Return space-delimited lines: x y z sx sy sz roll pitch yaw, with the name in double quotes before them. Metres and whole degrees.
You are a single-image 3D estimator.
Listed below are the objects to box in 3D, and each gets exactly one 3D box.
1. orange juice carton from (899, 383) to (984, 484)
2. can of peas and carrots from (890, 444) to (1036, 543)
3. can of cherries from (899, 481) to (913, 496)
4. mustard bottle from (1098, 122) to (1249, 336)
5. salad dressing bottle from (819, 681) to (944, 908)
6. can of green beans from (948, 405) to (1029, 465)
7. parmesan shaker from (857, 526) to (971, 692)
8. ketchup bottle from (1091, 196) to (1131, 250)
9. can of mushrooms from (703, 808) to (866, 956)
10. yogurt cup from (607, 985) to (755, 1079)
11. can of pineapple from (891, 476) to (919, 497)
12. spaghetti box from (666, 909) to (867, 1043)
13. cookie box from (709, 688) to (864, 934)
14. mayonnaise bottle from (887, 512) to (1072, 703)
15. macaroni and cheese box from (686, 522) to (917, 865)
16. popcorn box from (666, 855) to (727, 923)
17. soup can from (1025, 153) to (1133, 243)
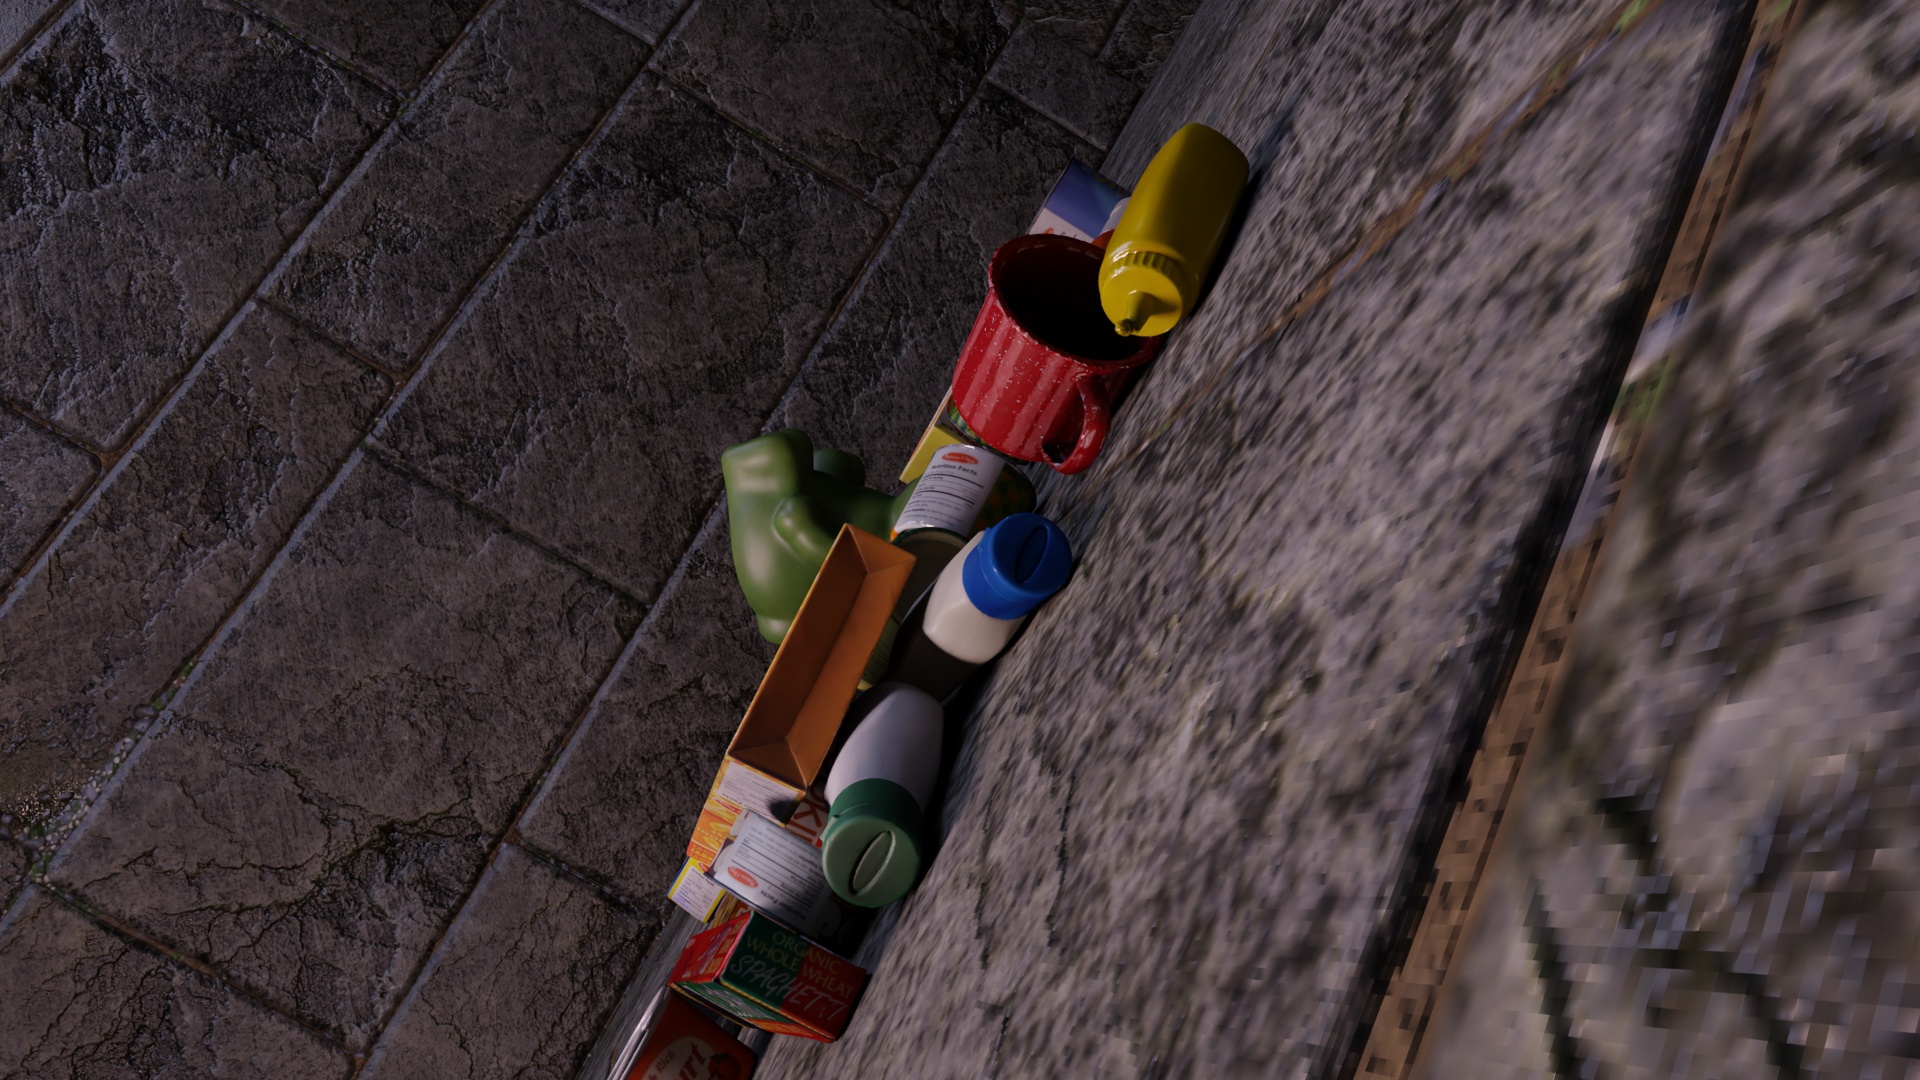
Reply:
"orange juice carton" 0.023 -0.112 1.172 0.072 0.072 0.194 -55 7 44
"can of peas and carrots" 0.003 -0.010 0.781 0.059 0.071 0.070 -63 5 -28
"can of cherries" -0.013 -0.011 0.959 0.071 0.071 0.058 -59 4 10
"mustard bottle" 0.097 -0.139 0.664 0.065 0.049 0.161 -54 7 47
"salad dressing bottle" -0.032 0.102 0.570 0.064 0.044 0.148 -59 5 10
"can of green beans" 0.034 -0.094 0.962 0.057 0.071 0.071 -58 5 16
"parmesan shaker" -0.025 0.043 0.753 0.071 0.071 0.102 -62 6 -28
"ketchup bottle" 0.095 -0.169 0.924 0.064 0.043 0.149 -42 17 55
"can of mushrooms" -0.069 0.141 0.576 0.033 0.071 0.071 -60 4 -15
"yogurt cup" -0.130 0.246 0.632 0.072 0.054 0.072 -59 4 7
"can of pineapple" -0.023 -0.014 1.057 0.071 0.071 0.057 -61 4 -16
"spaghetti box" -0.090 0.188 0.595 0.029 0.050 0.249 -63 5 -23
"cookie box" -0.088 0.166 0.795 0.167 0.040 0.123 -61 4 -2
"mayonnaise bottle" 0.008 0.029 0.621 0.065 0.041 0.147 -63 6 -24
"macaroni and cheese box" -0.080 0.082 0.663 0.124 0.040 0.165 -65 4 -31
"popcorn box" -0.156 0.220 1.020 0.085 0.038 0.127 -59 -10 9
"soup can" 0.103 -0.239 1.039 0.071 0.084 0.071 -59 5 8
